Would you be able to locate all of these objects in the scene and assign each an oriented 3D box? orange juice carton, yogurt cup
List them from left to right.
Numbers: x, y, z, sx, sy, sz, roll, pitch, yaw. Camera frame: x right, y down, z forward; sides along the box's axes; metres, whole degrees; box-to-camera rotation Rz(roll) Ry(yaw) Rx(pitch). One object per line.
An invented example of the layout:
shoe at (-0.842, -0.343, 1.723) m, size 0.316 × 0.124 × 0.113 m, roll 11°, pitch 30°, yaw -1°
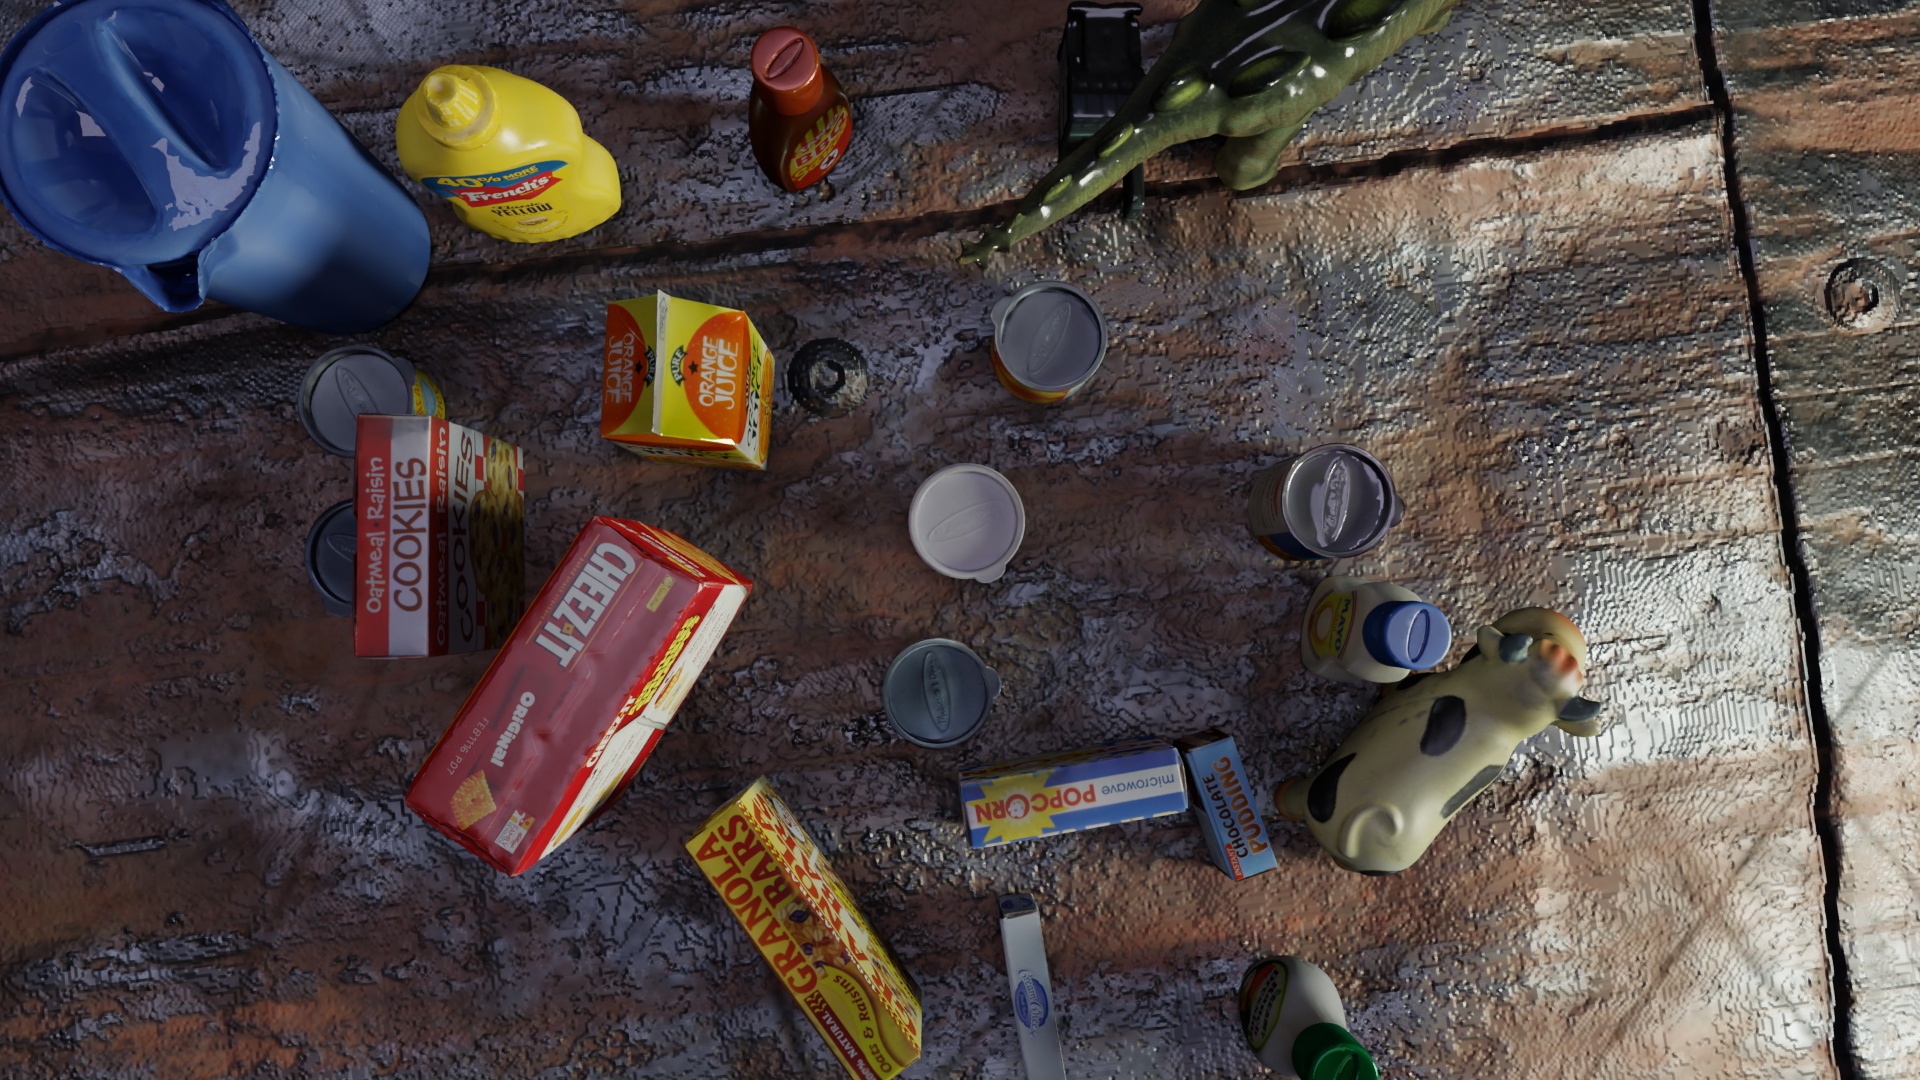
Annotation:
orange juice carton at (-0.149, -0.083, 0.764) m, size 0.073 × 0.192 × 0.072 m, roll 3°, pitch 88°, yaw -2°
yogurt cup at (0.003, -0.010, 0.835) m, size 0.072 × 0.054 × 0.072 m, roll 0°, pitch 87°, yaw -2°

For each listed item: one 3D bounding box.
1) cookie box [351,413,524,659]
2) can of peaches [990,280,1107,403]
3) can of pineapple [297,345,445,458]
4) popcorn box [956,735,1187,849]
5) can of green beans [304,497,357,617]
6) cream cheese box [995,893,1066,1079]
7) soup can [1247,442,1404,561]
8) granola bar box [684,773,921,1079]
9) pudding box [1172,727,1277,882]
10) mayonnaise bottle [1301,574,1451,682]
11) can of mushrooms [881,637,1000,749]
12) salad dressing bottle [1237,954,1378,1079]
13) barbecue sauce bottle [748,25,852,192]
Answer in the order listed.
cookie box at (-0.284, 0.001, 0.768) m, size 0.040 × 0.167 × 0.123 m, roll -1°, pitch 88°, yaw -2°
can of peaches at (0.050, -0.120, 0.840) m, size 0.071 × 0.058 × 0.071 m, roll 0°, pitch 87°, yaw -2°
can of pineapple at (-0.346, -0.079, 0.825) m, size 0.071 × 0.058 × 0.071 m, roll 0°, pitch 87°, yaw -2°
popcorn box at (0.062, 0.145, 0.813) m, size 0.127 × 0.085 × 0.038 m, roll -10°, pitch 88°, yaw -2°
can of green beans at (-0.342, 0.009, 0.821) m, size 0.071 × 0.058 × 0.071 m, roll 0°, pitch 87°, yaw -2°
cream cheese box at (0.041, 0.266, 0.822) m, size 0.024 × 0.053 × 0.104 m, roll -9°, pitch 88°, yaw -2°
soup can at (0.215, -0.020, 0.827) m, size 0.071 × 0.083 × 0.071 m, roll 0°, pitch 87°, yaw -2°
granola bar box at (-0.085, 0.217, 0.785) m, size 0.039 × 0.124 × 0.165 m, roll -36°, pitch 89°, yaw -3°
pudding box at (0.158, 0.157, 0.833) m, size 0.030 × 0.049 × 0.083 m, roll -19°, pitch 88°, yaw -2°
mayonnaise bottle at (0.235, 0.051, 0.792) m, size 0.041 × 0.148 × 0.065 m, roll 13°, pitch 87°, yaw -1°
can of mushrooms at (-0.012, 0.091, 0.839) m, size 0.071 × 0.033 × 0.071 m, roll 0°, pitch 87°, yaw -2°
salad dressing bottle at (0.194, 0.277, 0.779) m, size 0.044 × 0.147 × 0.064 m, roll 23°, pitch 87°, yaw -1°
barbecue sauce bottle at (-0.094, -0.248, 0.796) m, size 0.043 × 0.148 × 0.065 m, roll 43°, pitch 87°, yaw 0°
